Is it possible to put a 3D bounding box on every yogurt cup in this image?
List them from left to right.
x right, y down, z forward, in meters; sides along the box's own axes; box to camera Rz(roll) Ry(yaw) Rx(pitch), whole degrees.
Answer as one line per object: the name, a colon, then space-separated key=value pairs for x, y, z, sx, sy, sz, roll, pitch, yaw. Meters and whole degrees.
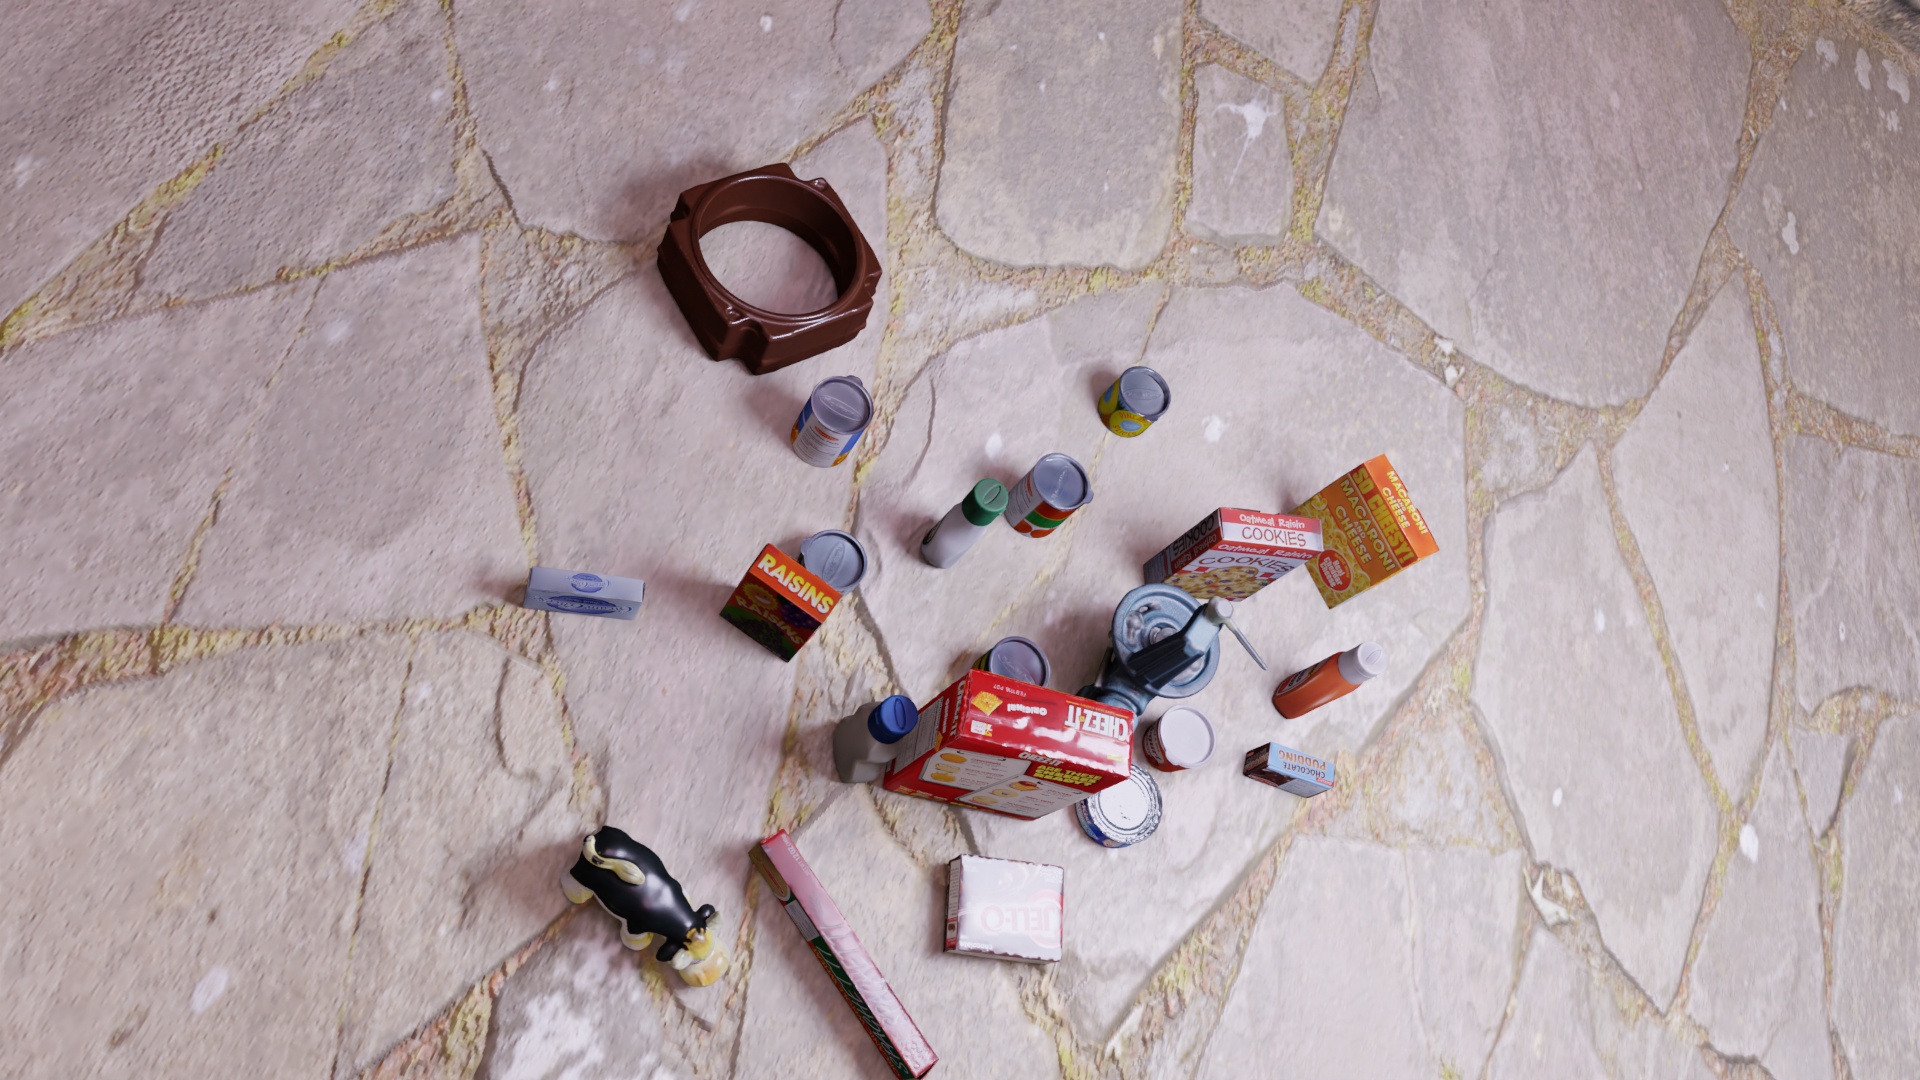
yogurt cup: x=0.226 y=0.210 z=1.449 sx=0.072 sy=0.053 sz=0.072 roll=9 pitch=65 yaw=-19

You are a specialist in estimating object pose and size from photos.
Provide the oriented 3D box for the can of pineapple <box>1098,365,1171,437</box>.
can of pineapple: x=0.199 y=-0.157 z=1.597 sx=0.071 sy=0.057 sz=0.071 roll=9 pitch=65 yaw=-19

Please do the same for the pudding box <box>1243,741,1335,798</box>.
pudding box: x=0.353 y=0.246 z=1.488 sx=0.084 sy=0.049 sz=0.030 roll=20 pitch=62 yaw=-13

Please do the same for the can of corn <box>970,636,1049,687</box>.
can of corn: x=0.047 y=0.139 z=1.404 sx=0.071 sy=0.058 sz=0.071 roll=9 pitch=65 yaw=-19

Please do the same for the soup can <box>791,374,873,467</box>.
soup can: x=-0.132 y=-0.123 z=1.430 sx=0.071 sy=0.083 sz=0.071 roll=9 pitch=65 yaw=-19

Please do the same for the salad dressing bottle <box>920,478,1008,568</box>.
salad dressing bottle: x=0.005 y=-0.018 z=1.403 sx=0.044 sy=0.147 sz=0.064 roll=44 pitch=59 yaw=0

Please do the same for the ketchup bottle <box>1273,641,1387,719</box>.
ketchup bottle: x=0.400 y=0.148 z=1.493 sx=0.065 sy=0.148 sz=0.043 roll=-36 pitch=85 yaw=-30

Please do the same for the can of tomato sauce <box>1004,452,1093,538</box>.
can of tomato sauce: x=0.094 y=-0.047 z=1.490 sx=0.071 sy=0.082 sz=0.071 roll=9 pitch=65 yaw=-19

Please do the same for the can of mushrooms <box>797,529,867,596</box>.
can of mushrooms: x=-0.132 y=0.024 z=1.395 sx=0.071 sy=0.033 sz=0.071 roll=9 pitch=65 yaw=-19

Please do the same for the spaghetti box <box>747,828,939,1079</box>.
spaghetti box: x=-0.106 y=0.372 z=1.243 sx=0.029 sy=0.050 sz=0.250 roll=-32 pitch=82 yaw=-30

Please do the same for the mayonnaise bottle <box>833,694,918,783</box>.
mayonnaise bottle: x=-0.079 y=0.180 z=1.281 sx=0.041 sy=0.147 sz=0.065 roll=-1 pitch=69 yaw=-23

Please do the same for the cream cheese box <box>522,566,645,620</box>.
cream cheese box: x=-0.348 y=0.049 z=1.282 sx=0.104 sy=0.053 sz=0.024 roll=8 pitch=65 yaw=-19

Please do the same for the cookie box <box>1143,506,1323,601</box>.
cookie box: x=0.291 y=0.017 z=1.495 sx=0.123 sy=0.166 sz=0.040 roll=6 pitch=66 yaw=-20

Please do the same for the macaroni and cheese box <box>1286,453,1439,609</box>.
macaroni and cheese box: x=0.449 y=-0.008 z=1.572 sx=0.040 sy=0.165 sz=0.124 roll=-20 pitch=77 yaw=-28

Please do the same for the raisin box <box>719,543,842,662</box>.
raisin box: x=-0.170 y=0.060 z=1.310 sx=0.086 sy=0.123 sz=0.040 roll=36 pitch=59 yaw=-4
